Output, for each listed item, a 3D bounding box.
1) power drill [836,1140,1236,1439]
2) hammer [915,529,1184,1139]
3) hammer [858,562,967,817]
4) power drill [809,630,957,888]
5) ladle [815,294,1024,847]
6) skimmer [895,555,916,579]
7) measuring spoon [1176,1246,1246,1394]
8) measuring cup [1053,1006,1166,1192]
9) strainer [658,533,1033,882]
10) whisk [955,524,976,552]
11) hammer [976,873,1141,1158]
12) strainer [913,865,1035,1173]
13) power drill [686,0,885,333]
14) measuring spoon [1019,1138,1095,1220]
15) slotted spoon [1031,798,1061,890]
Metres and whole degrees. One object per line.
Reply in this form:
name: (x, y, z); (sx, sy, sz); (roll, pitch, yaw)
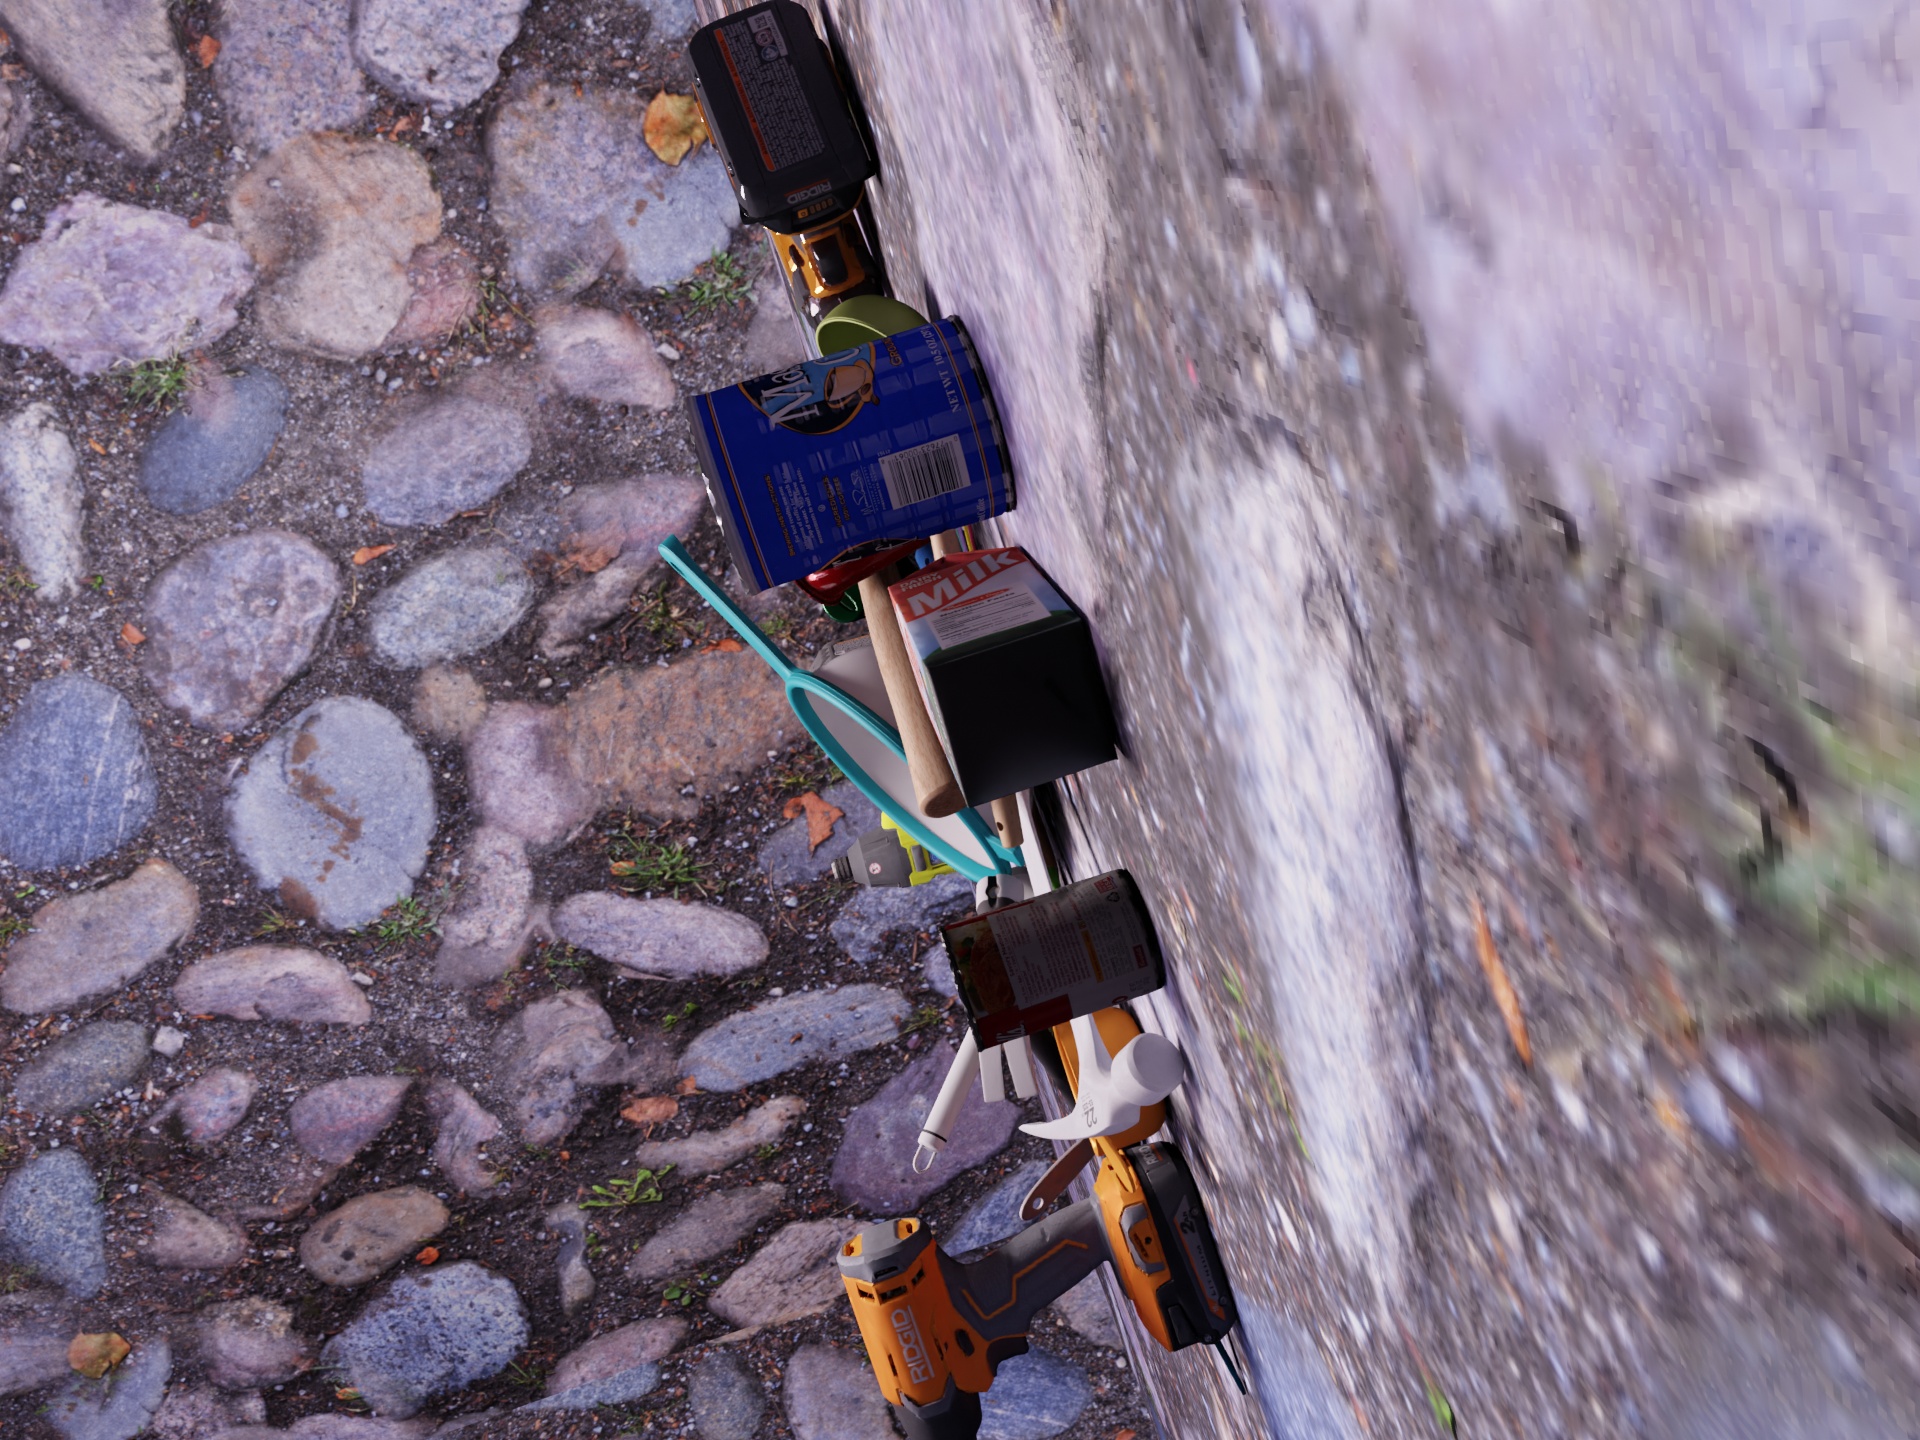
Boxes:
power drill: (0.052, 0.375, 1.011); (0.084, 0.226, 0.164); (-165, 57, -86)
hammer: (0.033, 0.058, 0.974); (0.144, 0.035, 0.406); (123, 138, -50)
hammer: (-0.049, -0.072, 1.020); (0.031, 0.130, 0.332); (35, -152, -44)
power drill: (-0.050, 0.035, 1.396); (0.080, 0.171, 0.223); (-120, 15, -74)
ladle: (-0.014, -0.078, 0.891); (0.078, 0.062, 0.320); (1, 107, 57)
skimmer: (-0.074, -0.139, 1.166); (0.127, 0.090, 0.364); (41, -154, -35)
measuring spoon: (0.170, 0.398, 1.084); (0.128, 0.021, 0.042); (63, 177, 2)
measuring cup: (0.103, 0.235, 0.970); (0.174, 0.052, 0.095); (-128, 20, -75)
strainer: (-0.063, -0.030, 1.126); (0.340, 0.095, 0.211); (45, 166, -1)
whisk: (0.001, -0.103, 0.933); (0.051, 0.047, 0.245); (-16, -96, -81)
hammer: (0.075, 0.253, 1.131); (0.334, 0.035, 0.146); (60, -157, -49)
strainer: (0.026, 0.207, 1.149); (0.086, 0.258, 0.050); (37, 157, -26)
power drill: (-0.089, -0.307, 0.988); (0.226, 0.084, 0.185); (68, 180, -79)
measuring spoon: (0.086, 0.295, 1.074); (0.018, 0.124, 0.034); (9, 132, 53)
slotted spoon: (0.057, 0.091, 1.155); (0.314, 0.031, 0.070); (-109, 3, -47)
